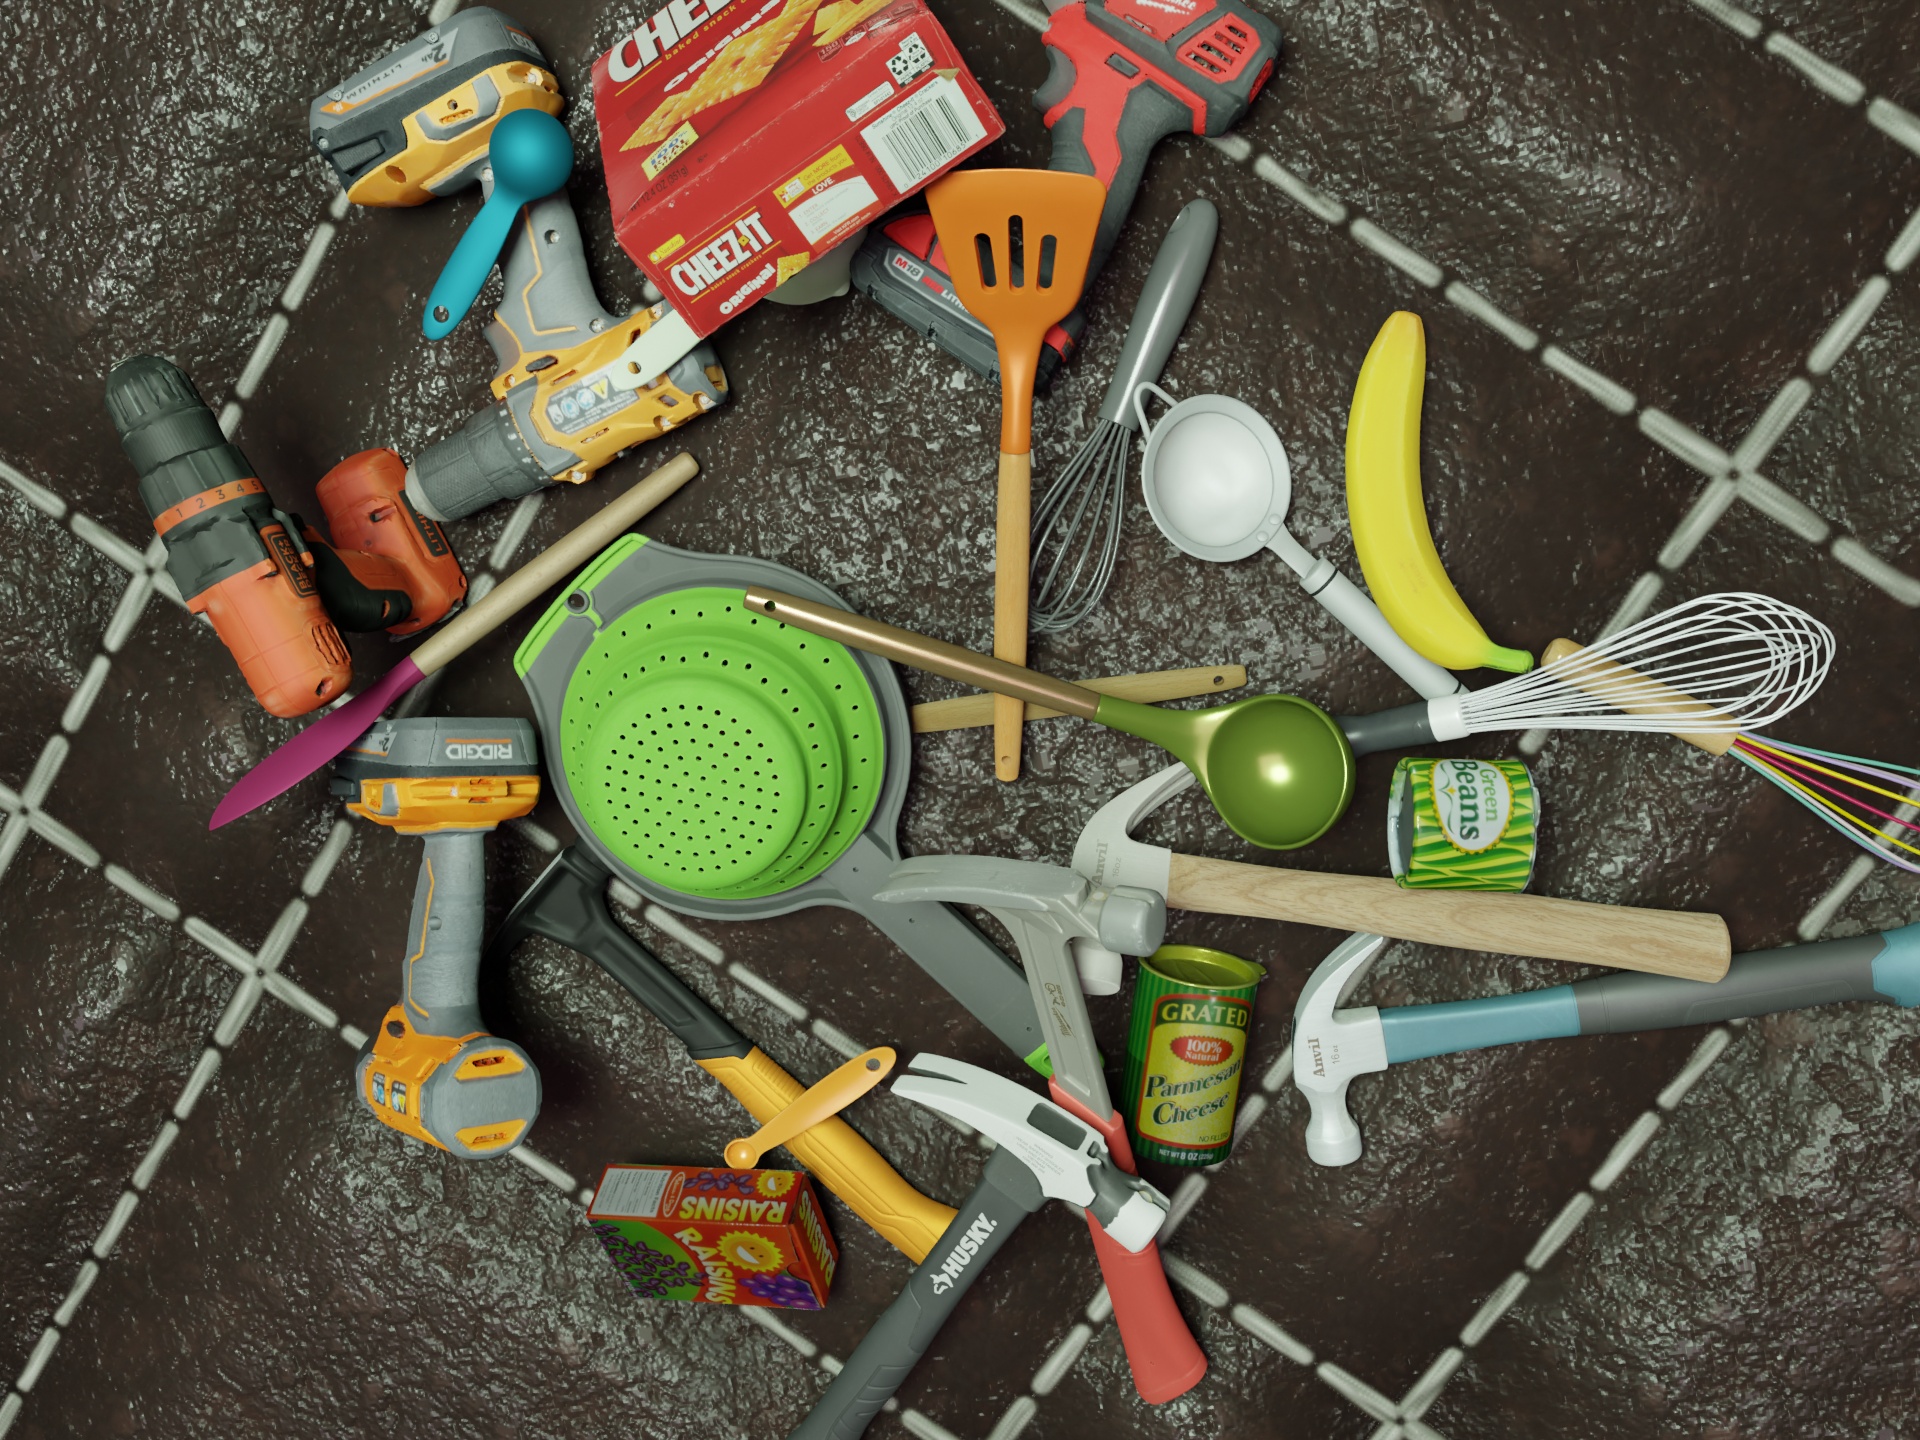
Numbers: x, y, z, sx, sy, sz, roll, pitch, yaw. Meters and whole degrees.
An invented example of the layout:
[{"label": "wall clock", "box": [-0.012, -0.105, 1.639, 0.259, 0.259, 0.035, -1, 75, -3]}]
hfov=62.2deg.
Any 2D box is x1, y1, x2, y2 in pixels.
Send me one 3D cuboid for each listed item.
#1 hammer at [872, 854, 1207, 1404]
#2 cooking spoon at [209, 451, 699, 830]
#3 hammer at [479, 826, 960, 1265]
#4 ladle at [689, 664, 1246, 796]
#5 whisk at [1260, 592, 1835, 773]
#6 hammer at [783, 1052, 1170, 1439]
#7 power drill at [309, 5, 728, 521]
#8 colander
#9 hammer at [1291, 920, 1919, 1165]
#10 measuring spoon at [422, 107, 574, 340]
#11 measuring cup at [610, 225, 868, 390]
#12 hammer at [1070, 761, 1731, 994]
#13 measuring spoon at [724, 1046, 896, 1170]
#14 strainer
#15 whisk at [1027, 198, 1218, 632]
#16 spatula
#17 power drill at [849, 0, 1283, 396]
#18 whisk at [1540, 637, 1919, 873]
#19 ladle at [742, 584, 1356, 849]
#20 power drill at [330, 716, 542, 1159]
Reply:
[{"label": "hammer", "box": [0.065, 0.226, 0.839, 0.149, 0.037, 0.358, 3, 123, 32]}, {"label": "cooking spoon", "box": [-0.270, -0.045, 0.854, 0.319, 0.069, 0.017, -38, 113, -9]}, {"label": "hammer", "box": [-0.126, 0.213, 0.922, 0.337, 0.034, 0.127, 42, 101, 0]}, {"label": "ladle", "box": [-0.001, -0.003, 0.875, 0.315, 0.031, 0.069, -8, 102, 7]}, {"label": "whisk", "box": [0.275, -0.009, 0.789, 0.284, 0.070, 0.070, -13, 98, 29]}, {"label": "hammer", "box": [-0.026, 0.320, 0.874, 0.146, 0.035, 0.334, 35, 122, 9]}, {"label": "power drill", "box": [-0.253, -0.230, 0.846, 0.185, 0.084, 0.226, -25, 100, 11]}, {"label": "colander", "box": [-0.071, 0.077, 0.838, 0.397, 0.094, 0.204, 43, 104, -9]}, {"label": "hammer", "box": [0.342, 0.153, 0.848, 0.331, 0.033, 0.128, -10, 99, 9]}, {"label": "measuring spoon", "box": [-0.236, -0.243, 0.788, 0.042, 0.021, 0.128, 33, 106, -7]}, {"label": "measuring cup", "box": [-0.114, -0.227, 0.807, 0.083, 0.038, 0.167, 45, 71, -6]}, {"label": "hammer", "box": [0.222, 0.094, 0.822, 0.331, 0.031, 0.130, 6, 65, 6]}, {"label": "measuring spoon", "box": [-0.084, 0.217, 0.898, 0.117, 0.011, 0.021, -35, 101, 6]}, {"label": "strainer", "box": [0.179, -0.079, 0.829, 0.258, 0.050, 0.087, 41, 75, -6]}, {"label": "whisk", "box": [0.083, -0.156, 0.828, 0.055, 0.055, 0.239, 22, 98, 4]}, {"label": "spatula", "box": [0.025, -0.107, 0.783, 0.081, 0.041, 0.322, 3, 118, 6]}, {"label": "power drill", "box": [0.044, -0.285, 0.797, 0.143, 0.078, 0.219, 35, 99, 1]}, {"label": "whisk", "box": [0.415, 0.016, 0.811, 0.245, 0.047, 0.051, 27, 103, 6]}, {"label": "ladle", "box": [0.044, -0.012, 0.798, 0.320, 0.062, 0.078, 18, 102, -3]}, {"label": "power drill", "box": [-0.293, 0.114, 0.873, 0.164, 0.084, 0.226, -4, 86, 50]}]
